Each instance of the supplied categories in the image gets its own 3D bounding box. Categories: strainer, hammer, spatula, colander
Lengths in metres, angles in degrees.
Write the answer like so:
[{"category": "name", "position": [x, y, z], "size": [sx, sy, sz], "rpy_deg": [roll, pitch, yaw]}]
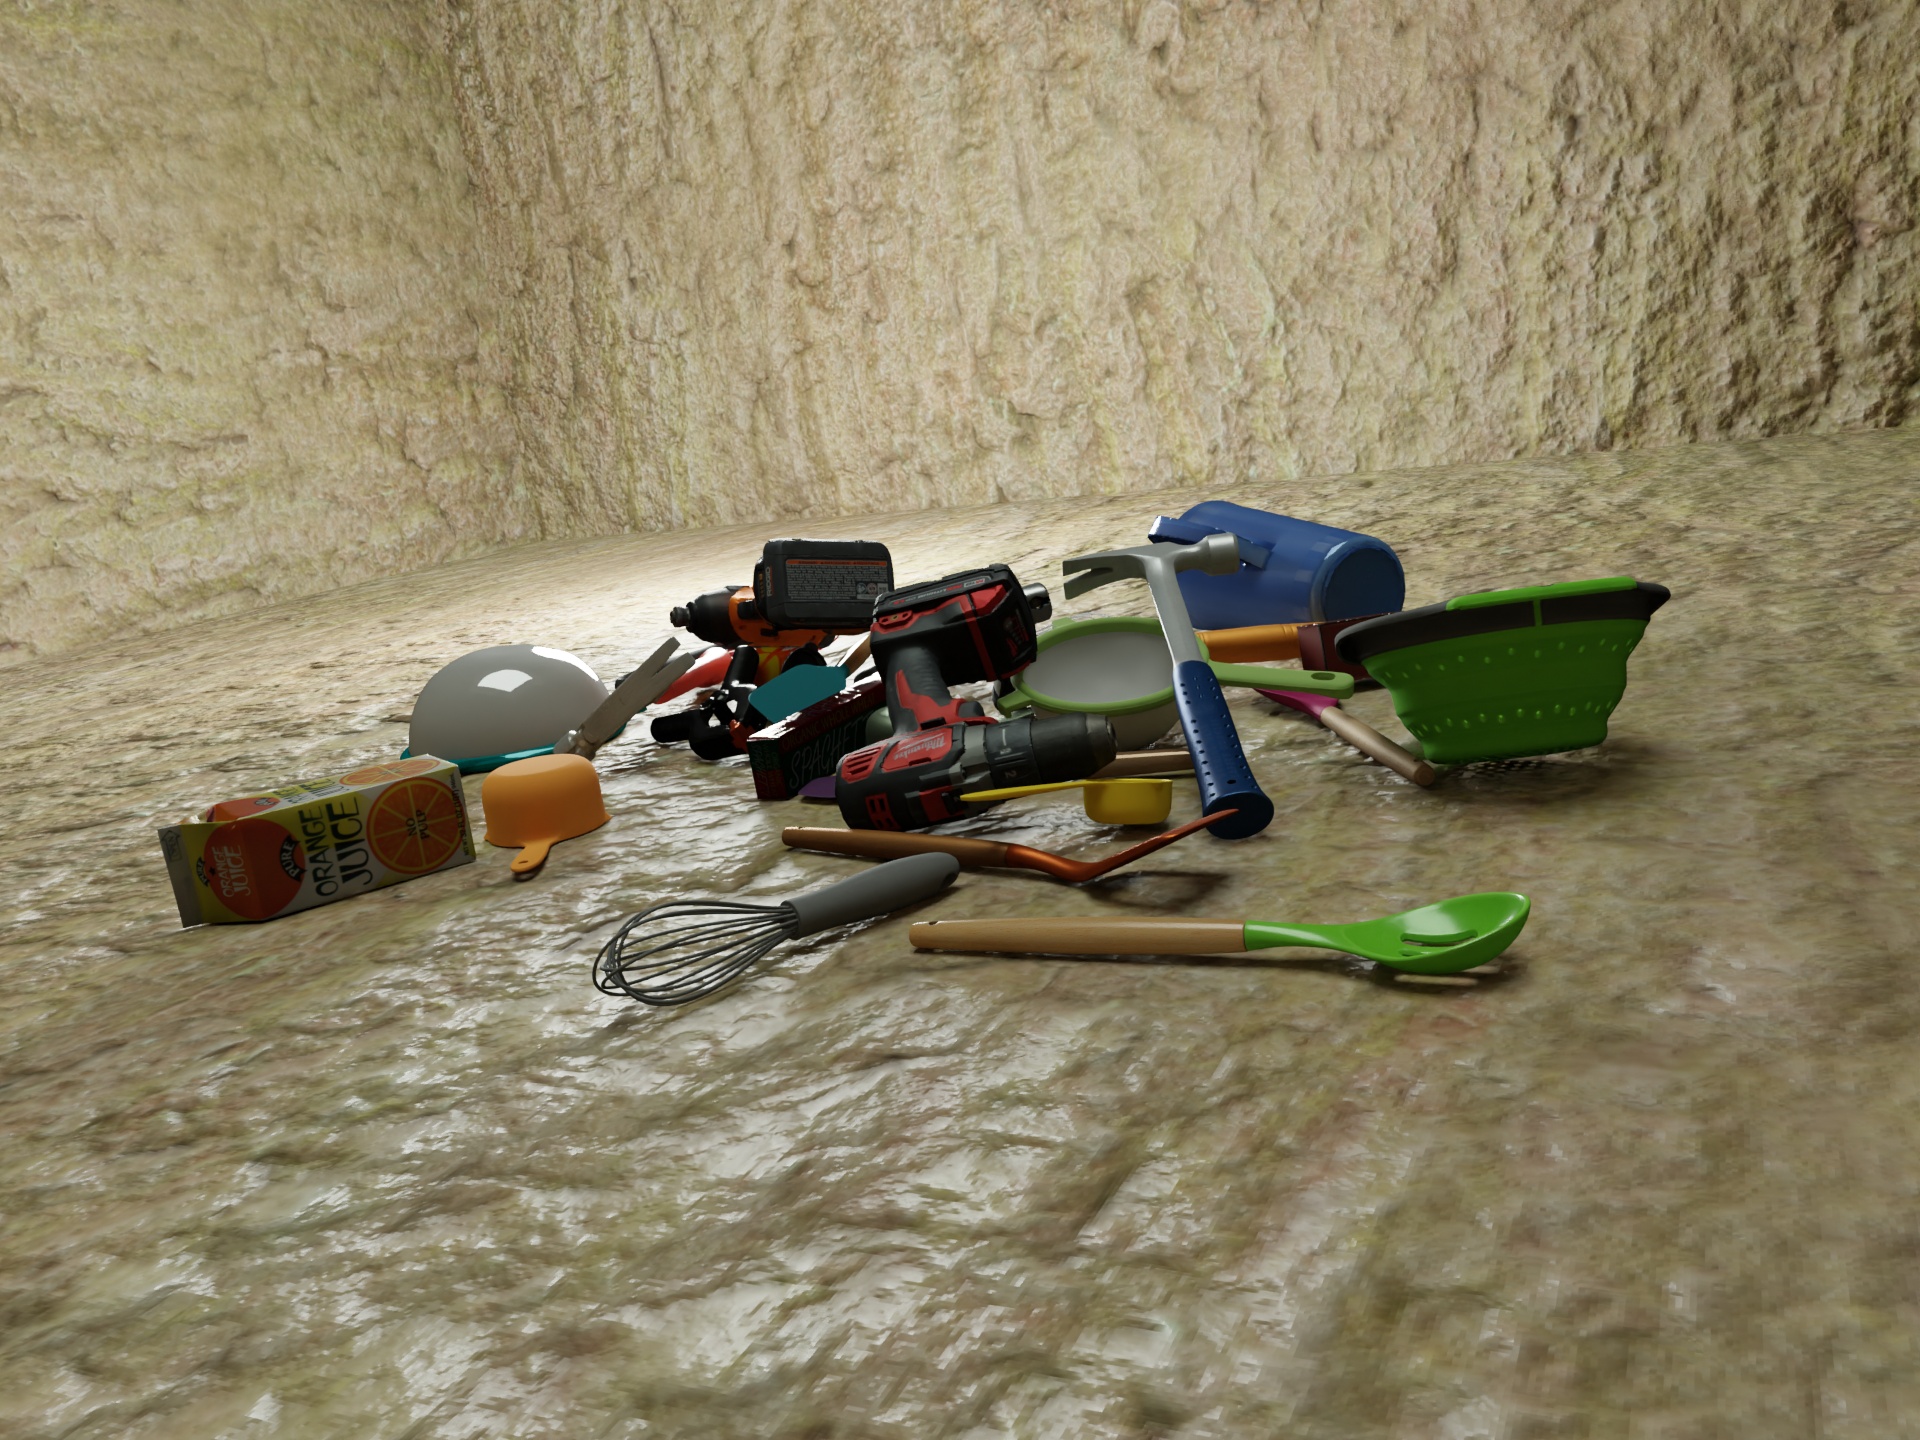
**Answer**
[{"category": "strainer", "position": [-0.446, -0.007, 1.443], "size": [0.211, 0.095, 0.340], "rpy_deg": [-3, 12, 17]}, {"category": "hammer", "position": [-0.032, -0.094, 1.603], "size": [0.149, 0.036, 0.409], "rpy_deg": [-17, 6, -12]}, {"category": "hammer", "position": [0.196, -0.066, 1.358], "size": [0.337, 0.127, 0.034], "rpy_deg": [-4, 53, -9]}, {"category": "hammer", "position": [0.157, -0.039, 1.131], "size": [0.144, 0.035, 0.406], "rpy_deg": [-7, 29, 3]}, {"category": "spatula", "position": [0.012, 0.071, 0.964], "size": [0.323, 0.041, 0.081], "rpy_deg": [1, 9, 37]}, {"category": "colander", "position": [0.355, -0.017, 1.093], "size": [0.204, 0.094, 0.397], "rpy_deg": [-7, -5, 5]}, {"category": "strainer", "position": [0.165, -0.014, 1.195], "size": [0.256, 0.069, 0.151], "rpy_deg": [5, 31, 20]}, {"category": "spatula", "position": [0.033, 0.038, 1.146], "size": [0.316, 0.018, 0.060], "rpy_deg": [-5, 14, 16]}, {"category": "spatula", "position": [-0.111, -0.042, 1.439], "size": [0.082, 0.044, 0.317], "rpy_deg": [37, 14, -2]}, {"category": "hammer", "position": [-0.268, -0.039, 1.507], "size": [0.149, 0.036, 0.359], "rpy_deg": [-41, 3, 11]}]

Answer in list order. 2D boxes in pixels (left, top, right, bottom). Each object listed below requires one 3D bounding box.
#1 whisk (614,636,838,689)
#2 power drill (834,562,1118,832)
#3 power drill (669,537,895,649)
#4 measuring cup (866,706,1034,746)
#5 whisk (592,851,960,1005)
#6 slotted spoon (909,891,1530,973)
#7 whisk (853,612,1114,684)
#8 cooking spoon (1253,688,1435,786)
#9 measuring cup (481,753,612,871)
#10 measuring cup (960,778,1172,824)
[{"category": "whisk", "position": [-0.246, -0.082, 1.761], "size": [0.296, 0.073, 0.073], "rpy_deg": [-22, 18, -28]}, {"category": "power drill", "position": [0.014, -0.016, 1.109], "size": [0.188, 0.080, 0.227], "rpy_deg": [-13, 35, 12]}, {"category": "power drill", "position": [-0.169, -0.110, 1.481], "size": [0.164, 0.084, 0.226], "rpy_deg": [-2, -6, -25]}, {"category": "measuring cup", "position": [-0.002, -0.004, 1.303], "size": [0.167, 0.038, 0.083], "rpy_deg": [-18, 16, -30]}, {"category": "whisk", "position": [-0.091, 0.105, 0.865], "size": [0.239, 0.055, 0.055], "rpy_deg": [-14, 14, -40]}, {"category": "slotted spoon", "position": [0.117, 0.106, 0.786], "size": [0.314, 0.031, 0.070], "rpy_deg": [-4, 13, 24]}, {"category": "whisk", "position": [0.028, -0.055, 1.481], "size": [0.284, 0.070, 0.070], "rpy_deg": [-7, 12, 21]}, {"category": "cooking spoon", "position": [0.278, 0.003, 1.163], "size": [0.068, 0.017, 0.319], "rpy_deg": [2, 12, -6]}, {"category": "measuring cup", "position": [-0.307, 0.064, 1.145], "size": [0.095, 0.052, 0.174], "rpy_deg": [-8, 11, -5]}, {"category": "measuring cup", "position": [0.065, 0.053, 0.978], "size": [0.156, 0.029, 0.062], "rpy_deg": [-3, 2, -35]}]
